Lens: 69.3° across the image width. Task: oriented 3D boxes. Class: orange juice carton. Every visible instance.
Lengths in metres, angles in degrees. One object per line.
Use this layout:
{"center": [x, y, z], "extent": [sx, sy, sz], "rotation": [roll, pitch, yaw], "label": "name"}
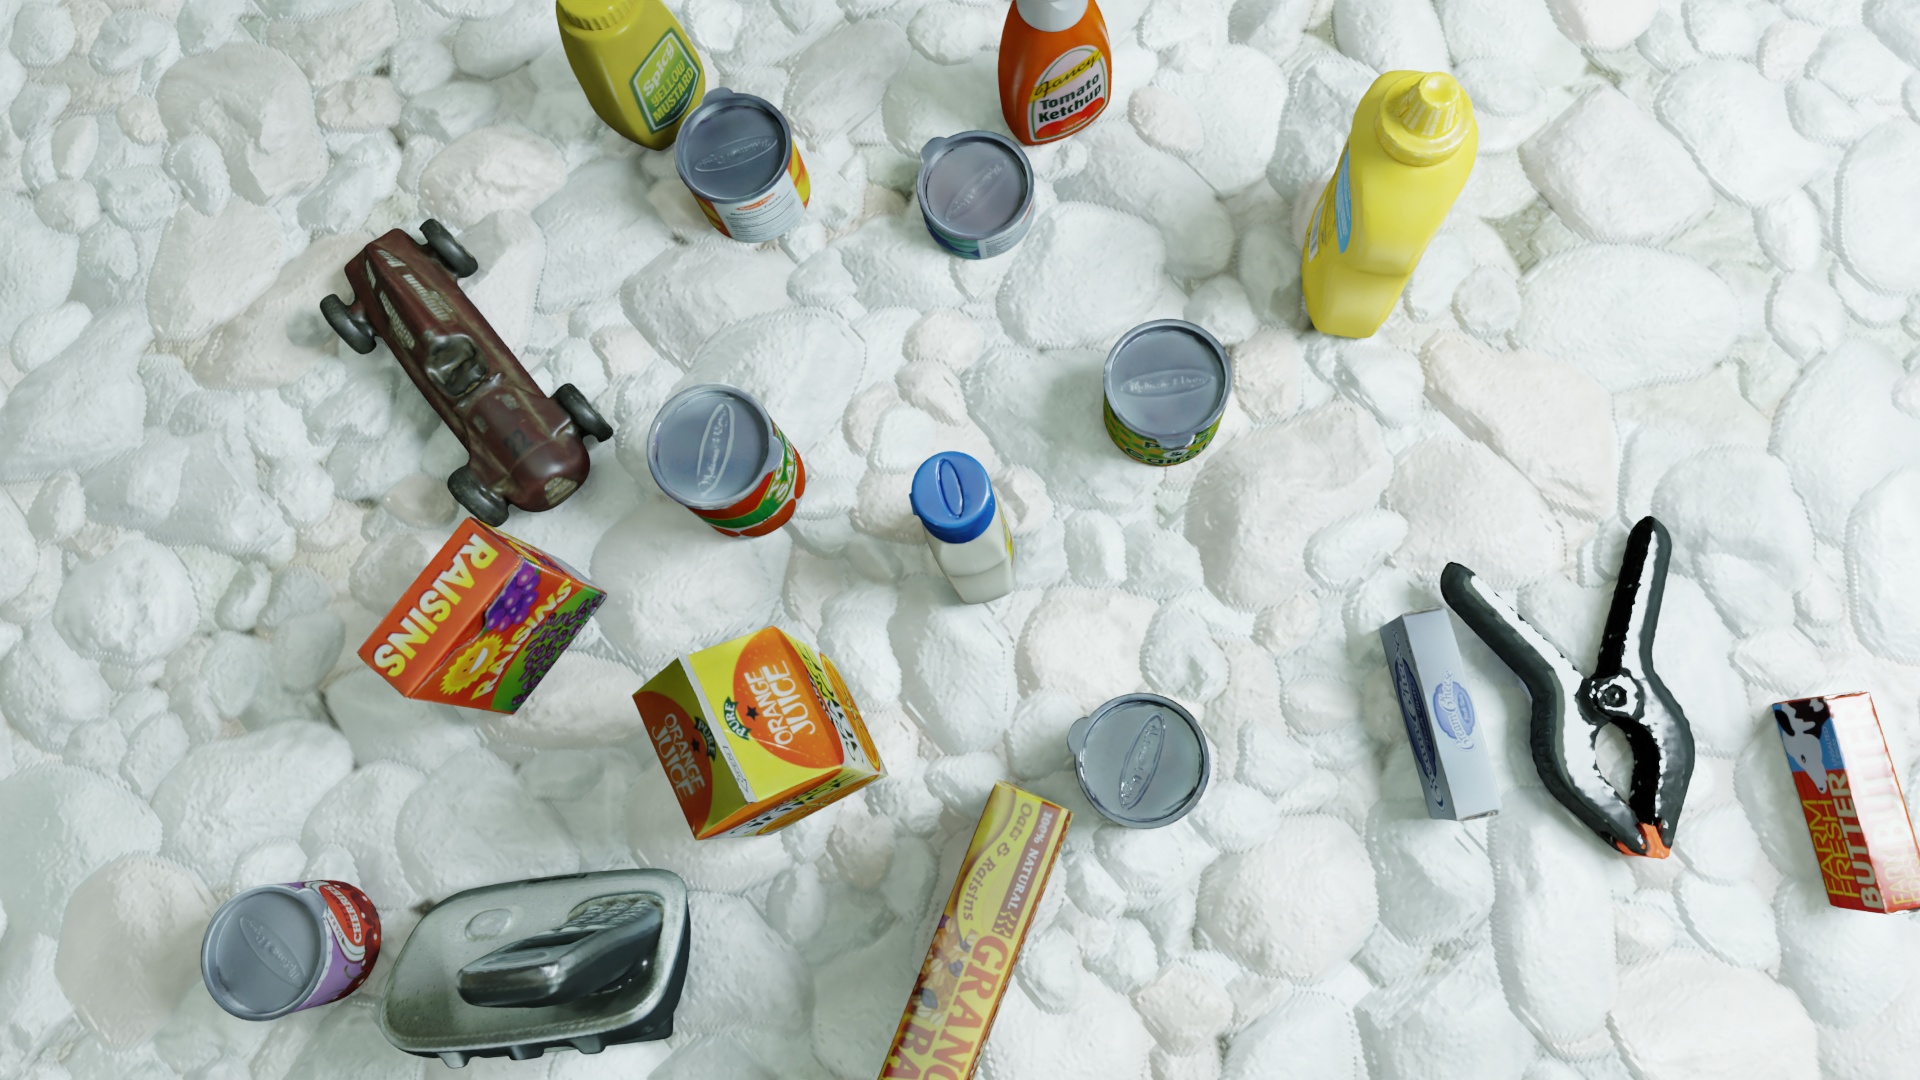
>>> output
{"center": [-0.093, 0.092, 0.654], "extent": [0.073, 0.192, 0.072], "rotation": [-27, 78, 0], "label": "orange juice carton"}

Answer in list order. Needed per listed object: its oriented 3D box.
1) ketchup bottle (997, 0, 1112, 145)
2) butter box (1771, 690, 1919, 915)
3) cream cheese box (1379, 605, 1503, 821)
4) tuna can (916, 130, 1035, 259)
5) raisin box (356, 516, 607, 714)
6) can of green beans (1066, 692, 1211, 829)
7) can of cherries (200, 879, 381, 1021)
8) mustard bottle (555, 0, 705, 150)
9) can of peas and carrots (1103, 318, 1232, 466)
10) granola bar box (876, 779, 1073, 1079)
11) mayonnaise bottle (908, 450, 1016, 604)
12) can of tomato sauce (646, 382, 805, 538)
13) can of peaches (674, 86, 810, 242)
{"center": [0.049, -0.267, 0.739], "extent": [0.065, 0.148, 0.043], "rotation": [-27, 78, -1], "label": "ketchup bottle"}
{"center": [0.431, 0.126, 0.673], "extent": [0.024, 0.053, 0.103], "rotation": [-10, 78, 3], "label": "butter box"}
{"center": [0.240, 0.088, 0.698], "extent": [0.024, 0.053, 0.104], "rotation": [-12, 78, 3], "label": "cream cheese box"}
{"center": [0.008, -0.197, 0.788], "extent": [0.071, 0.032, 0.071], "rotation": [-1, 78, 5], "label": "tuna can"}
{"center": [-0.240, 0.043, 0.713], "extent": [0.040, 0.123, 0.086], "rotation": [37, 84, 11], "label": "raisin box"}
{"center": [0.091, 0.112, 0.703], "extent": [0.071, 0.057, 0.071], "rotation": [-1, 78, 5], "label": "can of green beans"}
{"center": [-0.343, 0.209, 0.720], "extent": [0.071, 0.058, 0.071], "rotation": [-1, 78, 5], "label": "can of cherries"}
{"center": [-0.185, -0.273, 0.755], "extent": [0.049, 0.160, 0.065], "rotation": [32, 83, 10], "label": "mustard bottle"}
{"center": [0.109, -0.075, 0.740], "extent": [0.071, 0.058, 0.071], "rotation": [-1, 78, 5], "label": "can of peas and carrots"}
{"center": [0.007, 0.199, 0.659], "extent": [0.039, 0.124, 0.166], "rotation": [21, 81, 9], "label": "granola bar box"}
{"center": [0.002, -0.009, 0.690], "extent": [0.041, 0.148, 0.065], "rotation": [-15, 78, 2], "label": "mayonnaise bottle"}
{"center": [-0.120, -0.040, 0.740], "extent": [0.071, 0.083, 0.071], "rotation": [-1, 79, 5], "label": "can of tomato sauce"}
{"center": [-0.123, -0.212, 0.789], "extent": [0.071, 0.058, 0.071], "rotation": [-1, 78, 5], "label": "can of peaches"}
